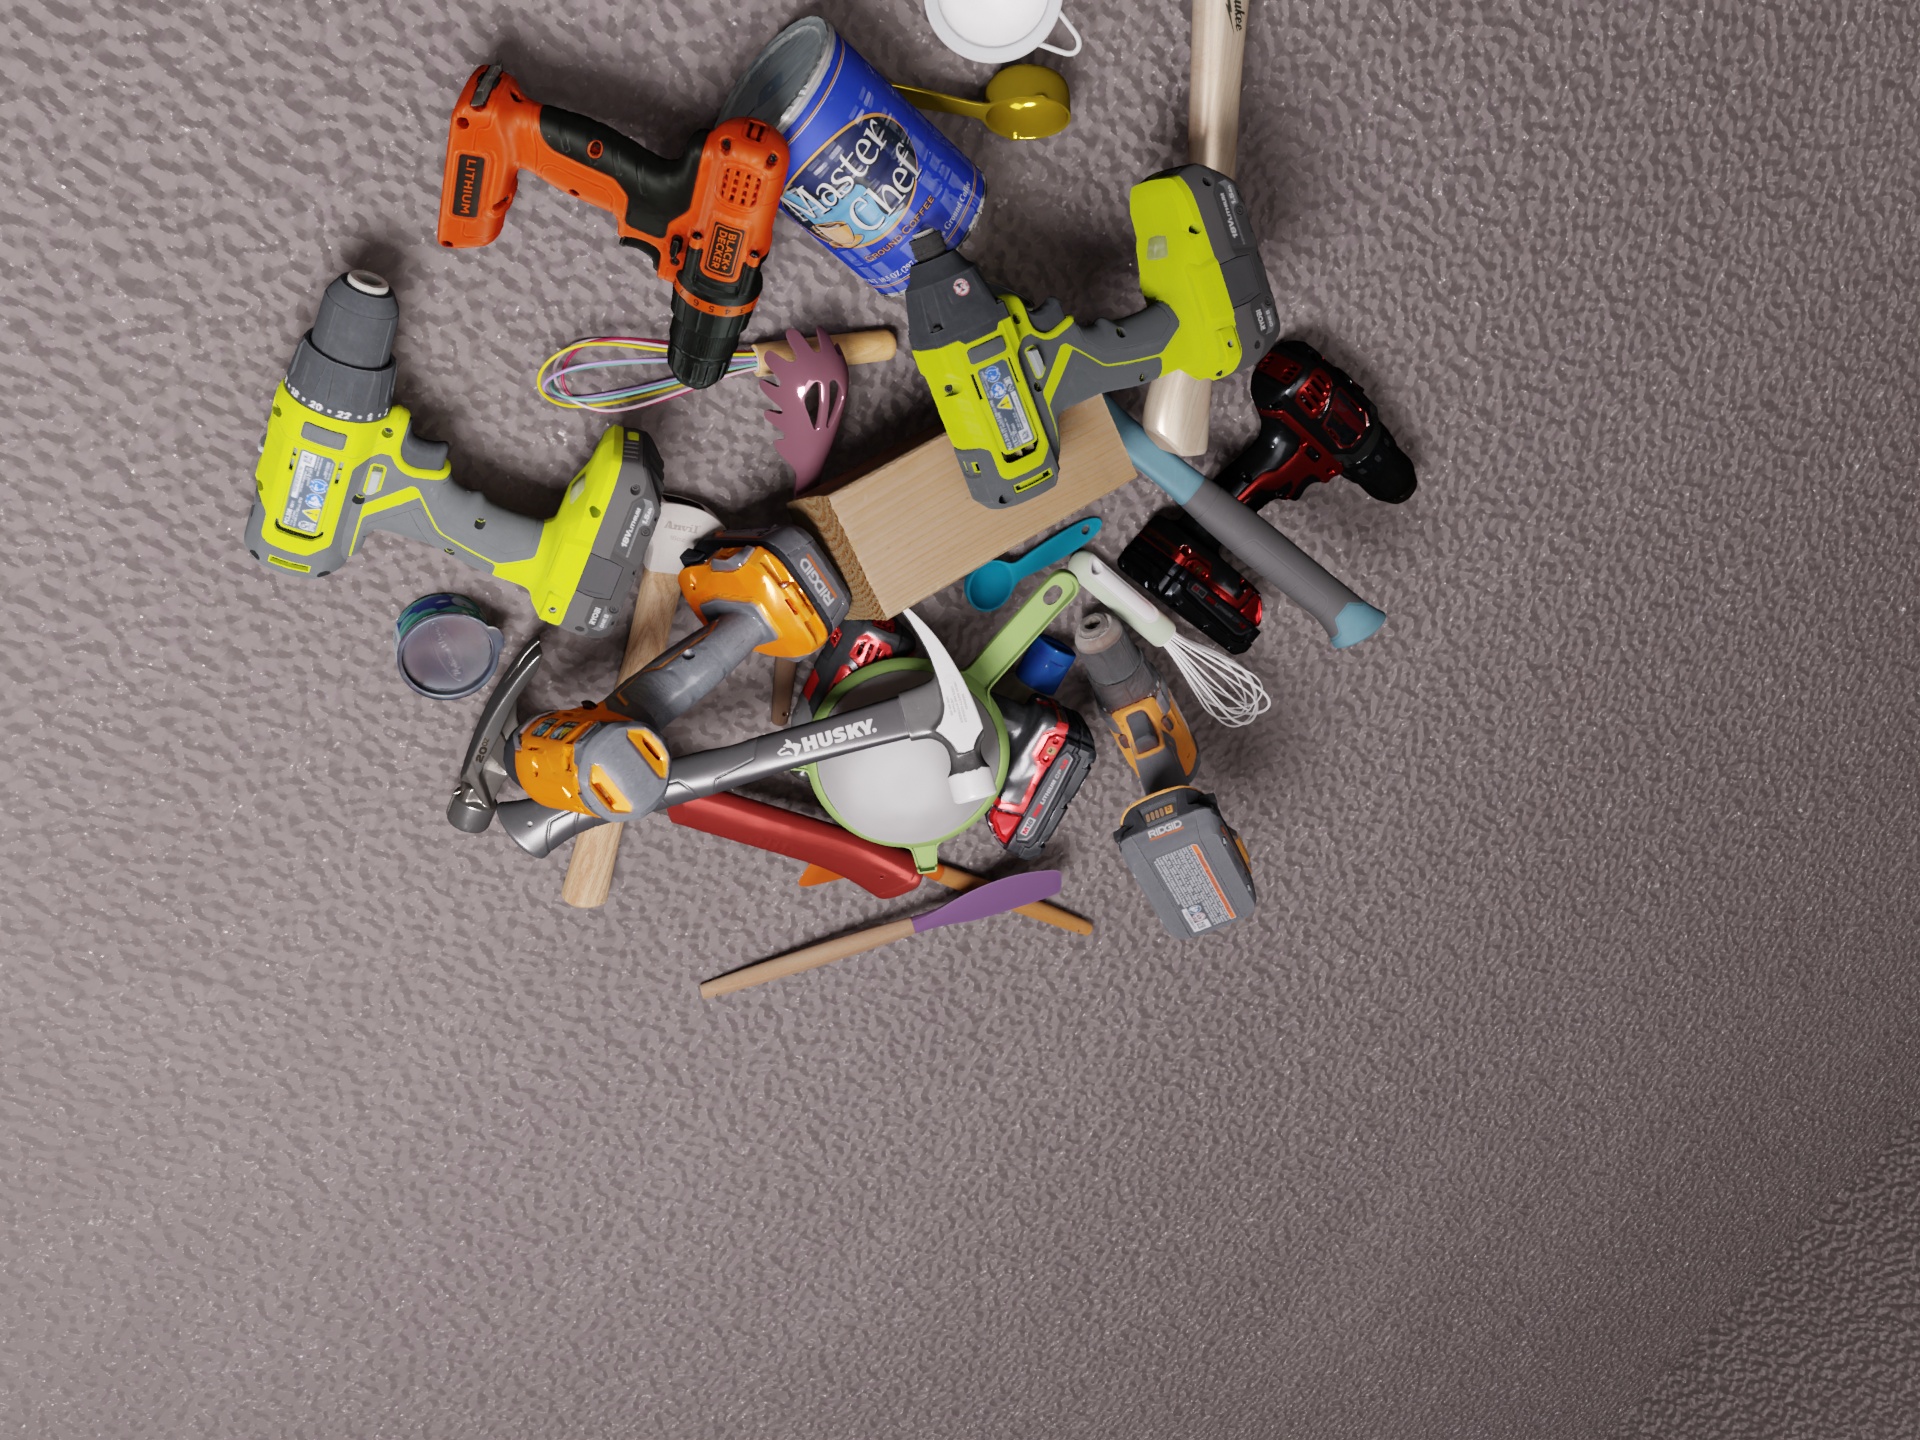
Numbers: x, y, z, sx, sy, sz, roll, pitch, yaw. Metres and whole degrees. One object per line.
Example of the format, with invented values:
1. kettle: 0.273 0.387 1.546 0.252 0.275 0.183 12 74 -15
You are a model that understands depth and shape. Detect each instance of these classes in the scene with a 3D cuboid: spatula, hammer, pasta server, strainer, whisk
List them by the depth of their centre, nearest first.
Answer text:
1. strainer: -0.038 -0.472 0.959 0.258 0.050 0.087 16 135 -27
2. whisk: -0.155 -0.237 1.046 0.245 0.051 0.047 -12 118 -23
3. hammer: 0.178 -0.387 1.076 0.146 0.038 0.410 -6 111 -24
4. hammer: -0.153 0.024 1.092 0.335 0.035 0.146 -16 89 -1
5. pasta server: -0.117 -0.124 1.122 0.060 0.040 0.316 -14 135 -29
6. strainer: -0.002 -0.004 1.139 0.151 0.069 0.256 39 104 -16
7. hammer: -0.237 -0.006 1.153 0.130 0.031 0.331 5 117 -28
8. hammer: -0.180 0.058 1.170 0.358 0.037 0.149 20 111 -29
9. hammer: 0.182 -0.161 1.182 0.331 0.033 0.128 37 97 -12
10. whisk: 0.173 -0.067 1.309 0.246 0.059 0.058 36 61 -33
11. spatula: -0.065 0.178 1.333 0.316 0.018 0.059 -17 147 -6
12. spatula: 0.002 0.143 1.356 0.322 0.041 0.081 24 112 -36

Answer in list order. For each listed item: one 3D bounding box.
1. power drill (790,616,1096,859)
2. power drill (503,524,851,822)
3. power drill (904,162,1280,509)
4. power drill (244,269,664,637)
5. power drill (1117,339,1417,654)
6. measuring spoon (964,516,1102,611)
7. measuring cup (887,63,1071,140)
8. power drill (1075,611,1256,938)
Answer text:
1. power drill: -0.020 0.015 1.220 0.219 0.079 0.143 25 106 -16
2. power drill: -0.194 -0.029 1.028 0.226 0.164 0.084 -48 120 -27
3. power drill: 0.078 -0.255 1.000 0.223 0.080 0.171 -29 111 -17
4. power drill: -0.303 -0.154 0.972 0.228 0.080 0.190 17 121 -21
5. power drill: 0.255 -0.167 1.271 0.187 0.080 0.226 32 99 -37
6. measuring spoon: 0.054 -0.128 1.235 0.128 0.021 0.042 -31 127 -18
7. measuring cup: -0.004 -0.407 1.020 0.156 0.062 0.029 5 83 -15
8. power drill: 0.152 0.034 1.249 0.084 0.226 0.185 -23 130 12
